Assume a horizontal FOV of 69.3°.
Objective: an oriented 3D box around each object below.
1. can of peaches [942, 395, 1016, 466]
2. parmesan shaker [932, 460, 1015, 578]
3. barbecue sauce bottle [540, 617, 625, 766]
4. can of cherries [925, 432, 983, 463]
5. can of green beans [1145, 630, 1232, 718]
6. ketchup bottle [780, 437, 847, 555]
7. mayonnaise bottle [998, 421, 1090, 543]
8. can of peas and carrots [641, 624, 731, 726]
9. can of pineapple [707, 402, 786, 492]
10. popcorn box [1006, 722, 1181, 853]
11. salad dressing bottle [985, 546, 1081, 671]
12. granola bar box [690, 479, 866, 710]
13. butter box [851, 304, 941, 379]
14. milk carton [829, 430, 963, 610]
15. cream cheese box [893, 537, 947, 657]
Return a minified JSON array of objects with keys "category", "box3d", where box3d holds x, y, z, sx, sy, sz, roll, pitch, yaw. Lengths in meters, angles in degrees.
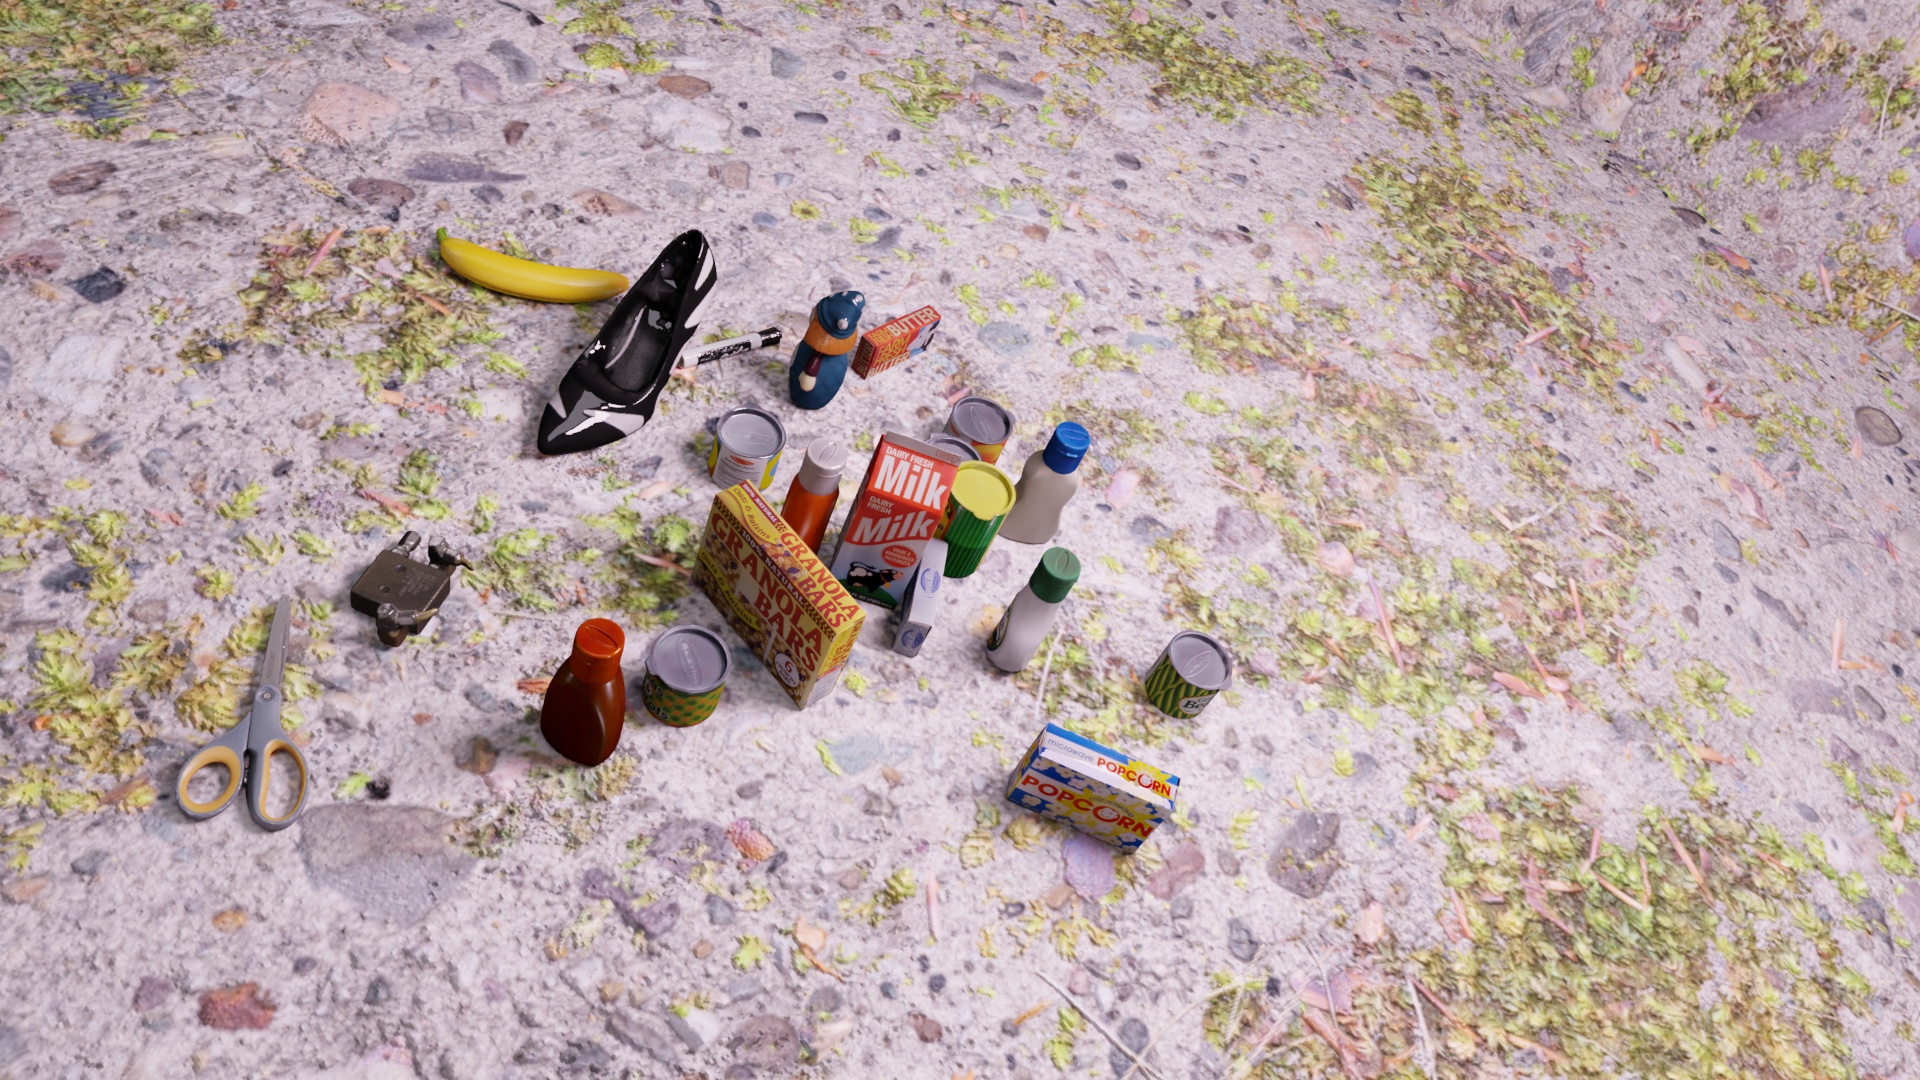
[{"category":"can of peaches","box3d":[0.016,-0.107,1.440,0.071,0.057,0.071,12,49,-14]},{"category":"parmesan shaker","box3d":[0.005,-0.017,1.330,0.071,0.102,0.072,12,49,-14]},{"category":"barbecue sauce bottle","box3d":[-0.286,0.115,1.068,0.065,0.147,0.044,33,48,5]},{"category":"can of cherries","box3d":[-0.017,-0.064,1.390,0.071,0.058,0.072,12,49,-14]},{"category":"can of green beans","box3d":[0.218,0.129,1.330,0.071,0.057,0.071,12,49,-14]},{"category":"ketchup bottle","box3d":[-0.136,-0.031,1.252,0.043,0.148,0.065,31,47,3]},{"category":"mayonnaise bottle","box3d":[0.085,-0.056,1.365,0.065,0.147,0.041,11,49,-15]},{"category":"can of peas and carrots","box3d":[-0.231,0.114,1.154,0.071,0.058,0.071,12,49,-14]},{"category":"can of pineapple","box3d":[-0.204,-0.087,1.331,0.071,0.057,0.071,12,49,-14]},{"category":"popcorn box","box3d":[0.113,0.214,1.197,0.127,0.084,0.038,23,47,-3]},{"category":"salad dressing bottle","box3d":[0.067,0.063,1.260,0.044,0.146,0.064,25,47,-2]},{"category":"granola bar box","box3d":[-0.159,0.047,1.195,0.039,0.123,0.166,-29,67,-37]},{"category":"butter box","box3d":[-0.069,-0.214,1.496,0.024,0.052,0.104,46,50,16]},{"category":"milk carton","box3d":[-0.059,-0.026,1.252,0.072,0.189,0.074,19,48,-8]},{"category":"cream cheese box","box3d":[-0.037,0.052,1.289,0.024,0.053,0.104,18,48,-8]}]
